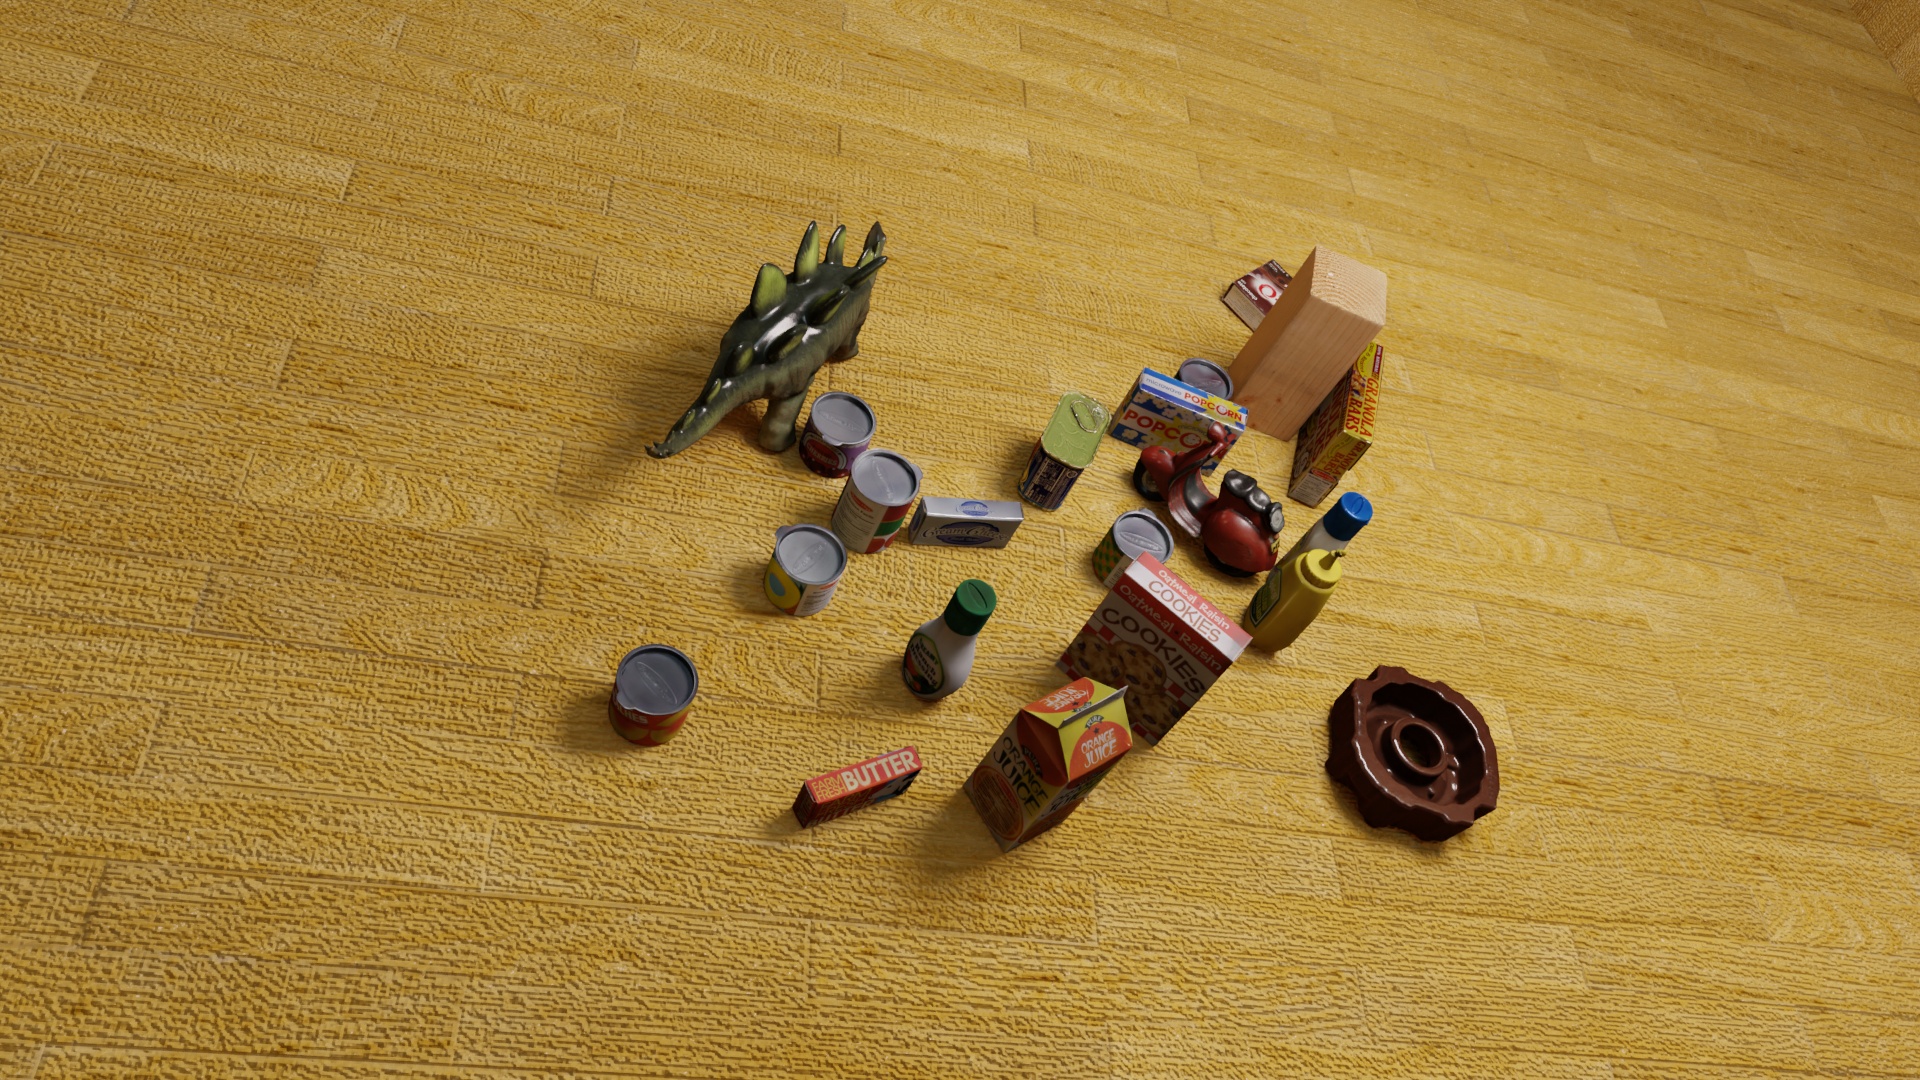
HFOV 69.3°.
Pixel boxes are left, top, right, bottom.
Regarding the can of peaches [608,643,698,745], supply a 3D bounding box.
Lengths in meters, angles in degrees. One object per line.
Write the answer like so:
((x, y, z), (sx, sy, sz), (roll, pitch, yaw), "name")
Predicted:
((-0.255, 0.129, 1.143), (0.071, 0.057, 0.071), (11, 52, -15), "can of peaches")

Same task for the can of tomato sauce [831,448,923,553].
((-0.080, -0.037, 1.322), (0.071, 0.082, 0.071), (11, 52, -15), "can of tomato sauce")

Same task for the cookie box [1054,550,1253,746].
((0.173, 0.101, 1.269), (0.123, 0.166, 0.040), (40, 51, 9), "cookie box")

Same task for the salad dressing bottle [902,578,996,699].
((-0.009, 0.086, 1.218), (0.044, 0.146, 0.064), (-19, 65, -32), "salad dressing bottle")

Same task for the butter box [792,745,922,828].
((-0.086, 0.206, 1.160), (0.104, 0.052, 0.024), (-14, 62, -30), "butter box")

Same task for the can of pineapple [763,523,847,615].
((-0.143, 0.026, 1.266), (0.071, 0.057, 0.071), (11, 52, -15), "can of pineapple")

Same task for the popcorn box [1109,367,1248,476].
((0.238, -0.129, 1.519), (0.127, 0.084, 0.038), (21, 50, -6), "popcorn box")

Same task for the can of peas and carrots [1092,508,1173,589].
((0.174, 0.011, 1.407), (0.071, 0.058, 0.071), (11, 52, -15), "can of peas and carrots")

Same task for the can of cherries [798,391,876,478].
((-0.123, -0.102, 1.368), (0.071, 0.058, 0.072), (11, 52, -15), "can of cherries")

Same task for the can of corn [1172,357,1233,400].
((0.267, -0.161, 1.573), (0.071, 0.058, 0.071), (11, 52, -15), "can of corn")

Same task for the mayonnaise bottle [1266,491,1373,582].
((0.371, 0.006, 1.433), (0.041, 0.147, 0.065), (35, 50, 5), "mayonnaise bottle")

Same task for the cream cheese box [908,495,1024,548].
((0.005, -0.017, 1.361), (0.104, 0.053, 0.024), (3, 55, -20), "cream cheese box")

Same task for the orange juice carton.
((0.076, 0.180, 1.155), (0.072, 0.191, 0.073), (-21, 66, -33), "orange juice carton")

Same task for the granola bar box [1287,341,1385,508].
((0.428, -0.134, 1.576), (0.039, 0.123, 0.166), (25, 50, -4), "granola bar box")

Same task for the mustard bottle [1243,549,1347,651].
((0.336, 0.050, 1.379), (0.049, 0.159, 0.066), (19, 51, -9), "mustard bottle")
